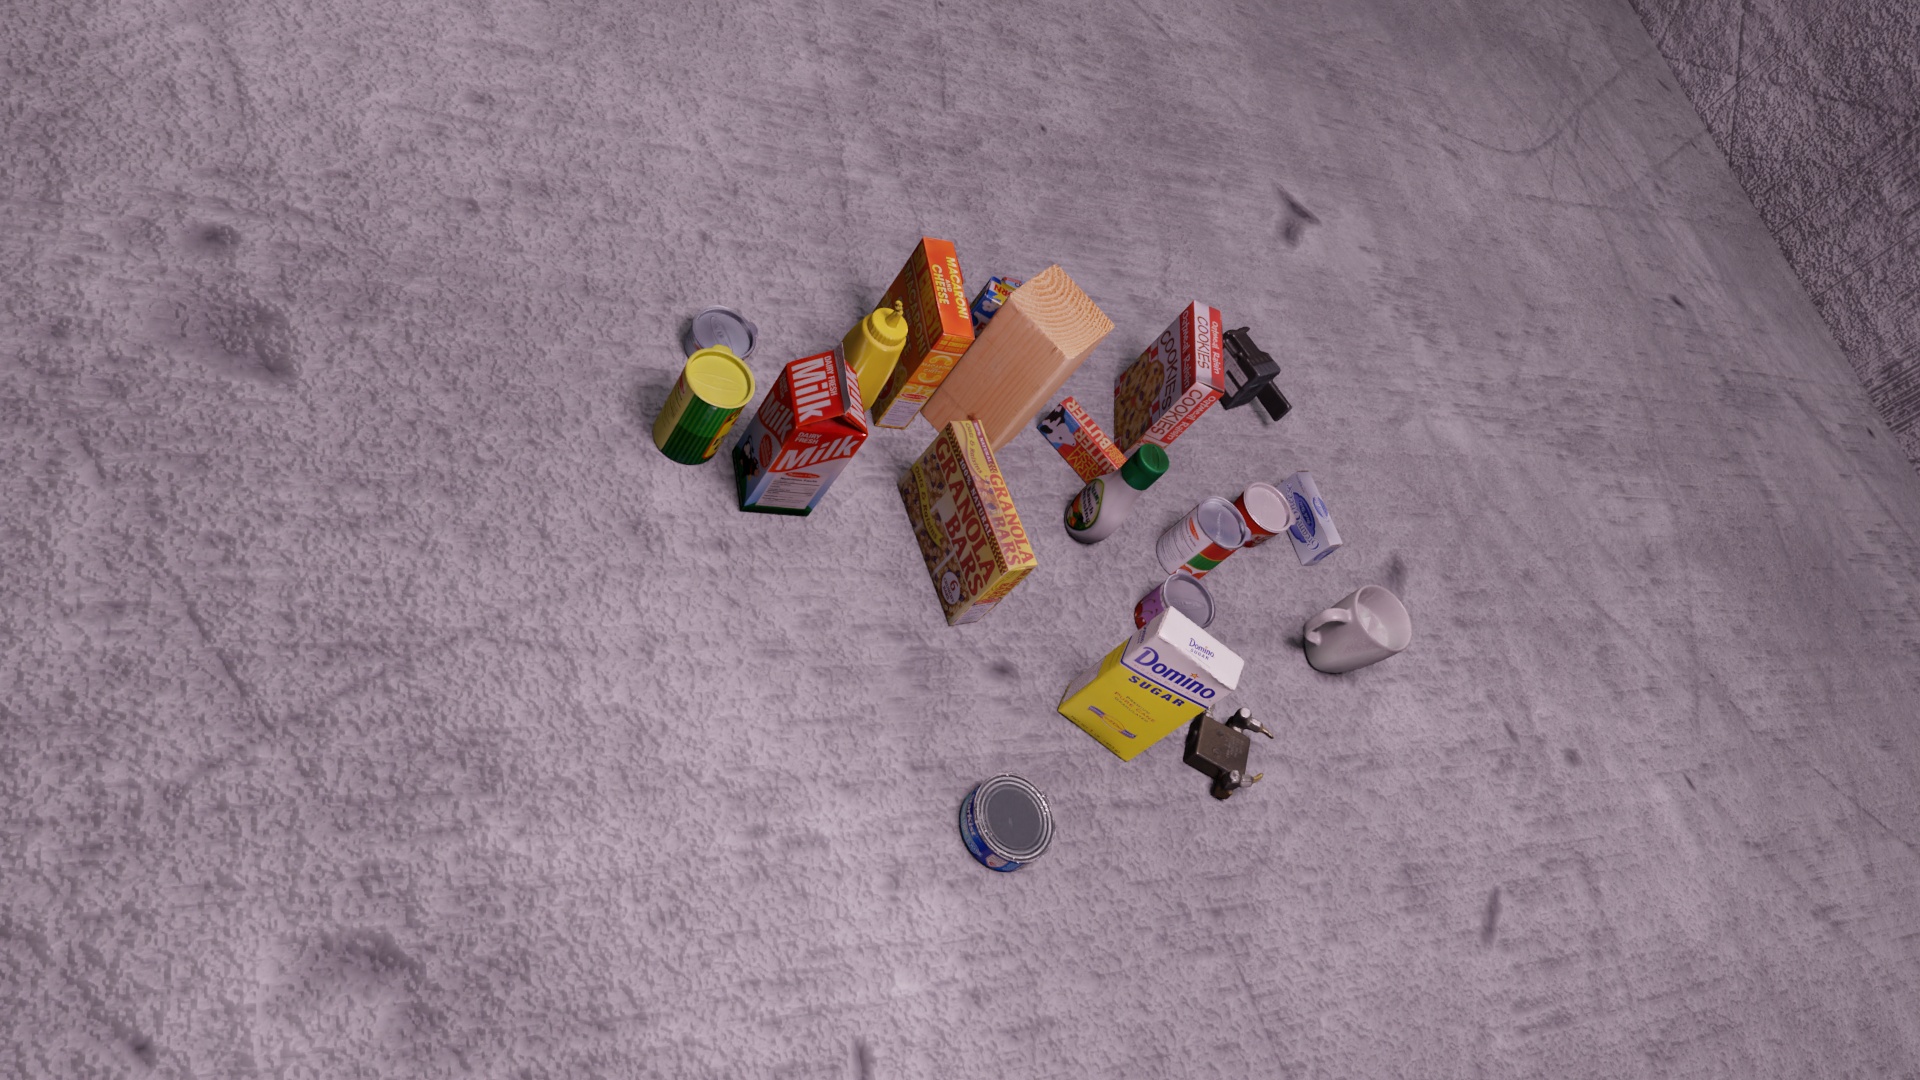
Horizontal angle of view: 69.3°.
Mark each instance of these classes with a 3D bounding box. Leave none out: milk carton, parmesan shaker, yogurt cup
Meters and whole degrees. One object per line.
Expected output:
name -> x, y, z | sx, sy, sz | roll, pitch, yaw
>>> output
milk carton -> -0.143, -0.101, 1.286 | 0.073, 0.189, 0.072 | 4, 59, -29
parmesan shaker -> -0.241, -0.126, 1.301 | 0.071, 0.102, 0.071 | 15, 54, -23
yogurt cup -> 0.345, -0.028, 1.625 | 0.072, 0.053, 0.073 | 15, 54, -22

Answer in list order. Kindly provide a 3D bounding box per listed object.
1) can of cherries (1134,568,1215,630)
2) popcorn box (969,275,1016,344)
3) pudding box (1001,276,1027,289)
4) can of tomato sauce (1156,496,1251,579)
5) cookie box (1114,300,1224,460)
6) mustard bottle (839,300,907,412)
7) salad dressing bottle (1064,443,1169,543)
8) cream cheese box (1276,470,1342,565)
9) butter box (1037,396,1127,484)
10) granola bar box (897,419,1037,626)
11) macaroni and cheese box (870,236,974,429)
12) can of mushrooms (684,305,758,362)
can of cherries -> 0.229, 0.074, 1.486 | 0.071, 0.058, 0.072 | 15, 54, -22
popcorn box -> 0.066, -0.232, 1.567 | 0.127, 0.084, 0.038 | 27, 51, -14
pudding box -> 0.077, -0.277, 1.626 | 0.084, 0.049, 0.030 | 8, 58, -27
can of tomato sauce -> 0.269, 0.000, 1.541 | 0.071, 0.082, 0.071 | 15, 54, -23
cookie box -> 0.235, -0.174, 1.577 | 0.040, 0.166, 0.123 | 19, 53, -20
mustard bottle -> -0.090, -0.188, 1.394 | 0.049, 0.159, 0.065 | 3, 60, -30
salad dressing bottle -> 0.165, -0.050, 1.469 | 0.044, 0.147, 0.064 | 14, 55, -24
cream cheese box -> 0.414, -0.027, 1.666 | 0.024, 0.053, 0.104 | -4, 63, -33
butter box -> 0.137, -0.106, 1.550 | 0.103, 0.053, 0.024 | 49, 49, 5
granola bar box -> 0.005, -0.017, 1.366 | 0.039, 0.123, 0.166 | -6, 64, -34
macaroni and cheese box -> -0.048, -0.211, 1.431 | 0.040, 0.165, 0.124 | 5, 59, -29
can of mushrooms -> -0.240, -0.200, 1.396 | 0.071, 0.033, 0.071 | 15, 54, -22
